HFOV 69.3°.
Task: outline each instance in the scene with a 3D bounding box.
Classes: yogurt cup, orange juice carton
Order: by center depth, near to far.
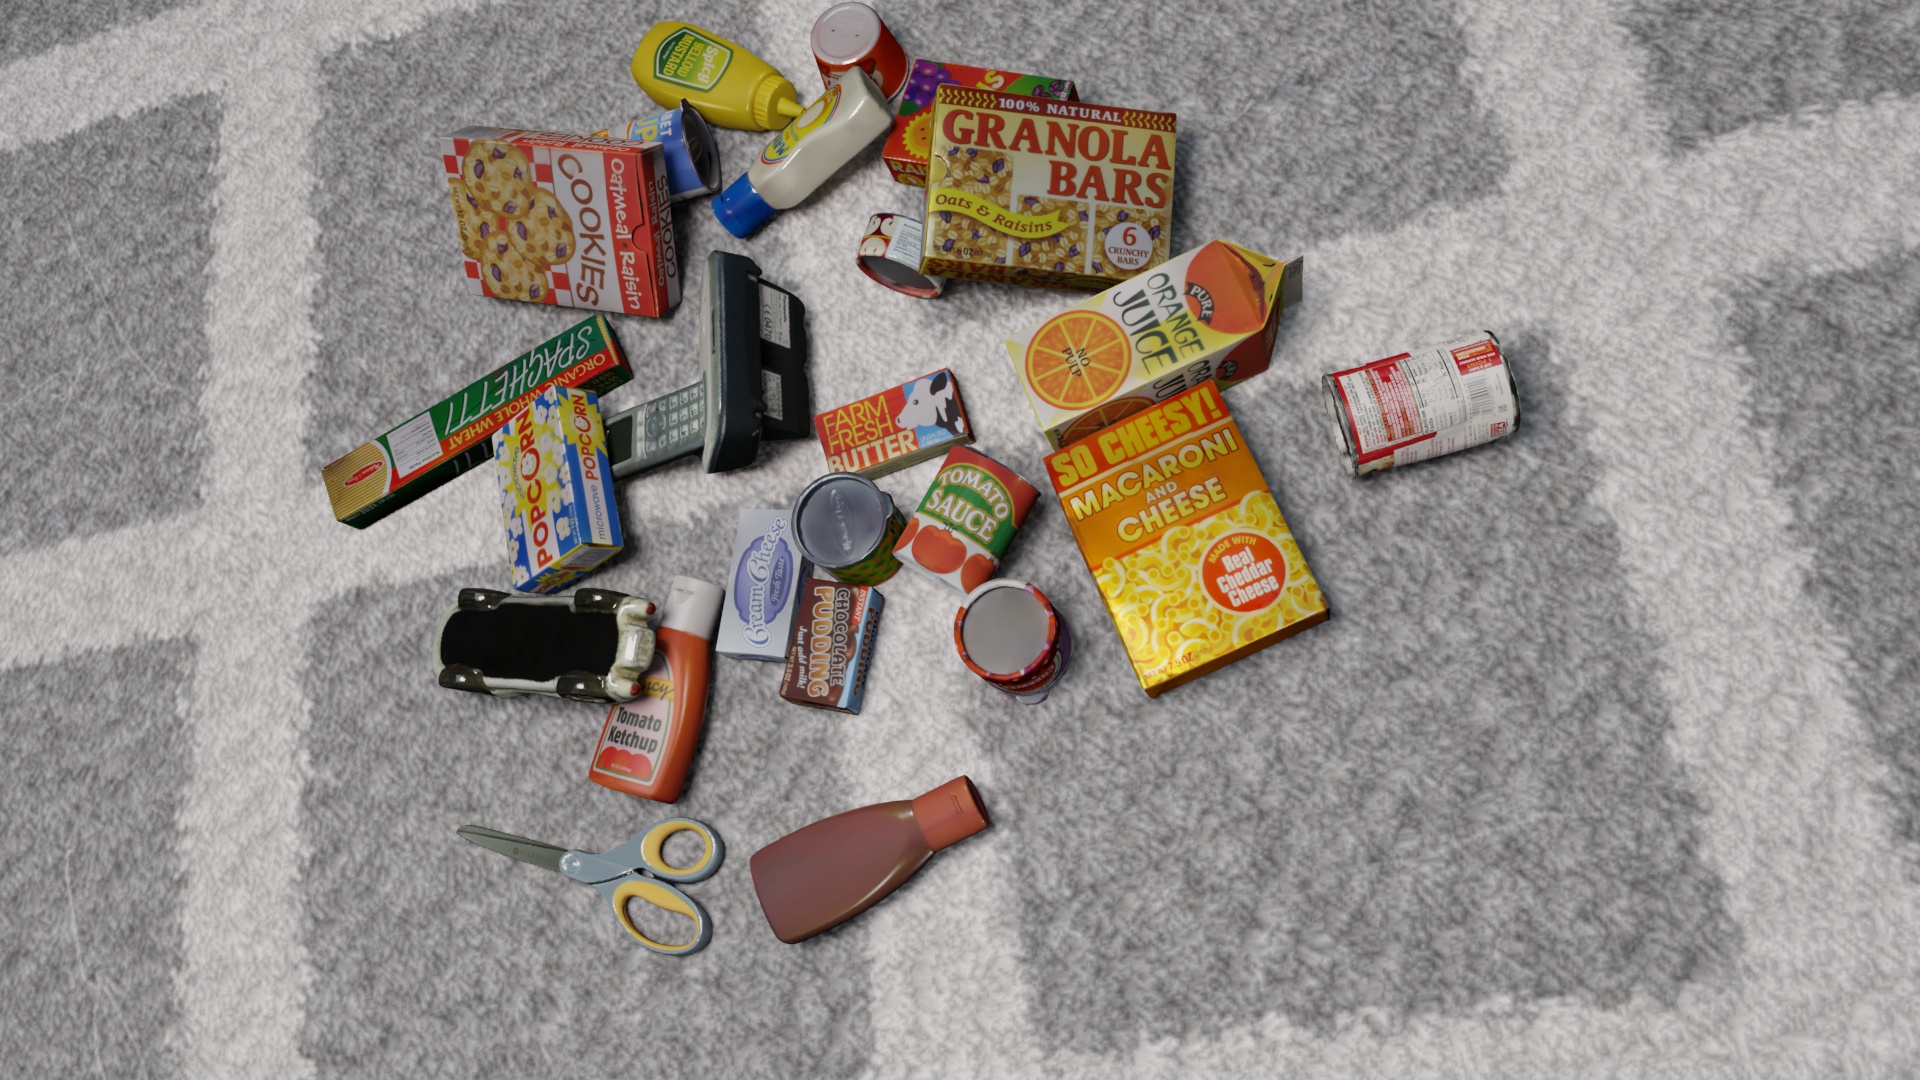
[{"bbox_3d":[0.134,-0.129,0.904,0.192,0.071,0.073,-25,70,7],"label":"orange juice carton"},{"bbox_3d":[-0.078,-0.365,1.041,0.072,0.054,0.072,-4,72,13],"label":"yogurt cup"}]

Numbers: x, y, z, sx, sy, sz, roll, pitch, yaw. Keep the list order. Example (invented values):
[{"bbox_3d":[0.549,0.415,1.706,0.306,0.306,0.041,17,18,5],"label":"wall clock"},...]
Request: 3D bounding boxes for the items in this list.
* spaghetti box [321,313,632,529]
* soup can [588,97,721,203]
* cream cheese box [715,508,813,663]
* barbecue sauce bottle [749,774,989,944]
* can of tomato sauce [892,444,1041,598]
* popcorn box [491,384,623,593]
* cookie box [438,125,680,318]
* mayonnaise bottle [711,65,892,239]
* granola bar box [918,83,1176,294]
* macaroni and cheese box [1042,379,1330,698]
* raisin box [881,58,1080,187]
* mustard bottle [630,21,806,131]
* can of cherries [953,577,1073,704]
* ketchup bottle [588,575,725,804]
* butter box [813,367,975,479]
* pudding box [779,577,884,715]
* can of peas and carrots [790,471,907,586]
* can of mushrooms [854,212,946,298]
[{"bbox_3d":[-0.364,-0.088,1.046,0.250,0.028,0.050,-28,69,5],"label":"spaghetti box"},{"bbox_3d":[-0.234,-0.289,1.050,0.084,0.071,0.071,-12,71,11],"label":"soup can"},{"bbox_3d":[-0.132,0.031,0.951,0.053,0.024,0.104,2,74,17],"label":"cream cheese box"},{"bbox_3d":[-0.055,0.195,0.871,0.148,0.043,0.065,-27,69,5],"label":"barbecue sauce bottle"},{"bbox_3d":[0.003,-0.011,0.904,0.071,0.071,0.083,28,83,20],"label":"can of tomato sauce"},{"bbox_3d":[-0.288,-0.035,0.988,0.085,0.038,0.127,-29,66,35],"label":"popcorn box"},{"bbox_3d":[-0.295,-0.236,1.028,0.167,0.122,0.040,10,31,17],"label":"cookie box"},{"bbox_3d":[-0.118,-0.280,1.017,0.148,0.041,0.065,-36,40,17],"label":"mayonnaise bottle"},{"bbox_3d":[0.059,-0.234,0.936,0.166,0.039,0.124,5,80,-6],"label":"granola bar box"},{"bbox_3d":[0.140,-0.001,0.881,0.123,0.040,0.167,-25,70,7],"label":"macaroni and cheese box"},{"bbox_3d":[0.016,-0.295,1.003,0.123,0.040,0.086,14,79,17],"label":"raisin box"},{"bbox_3d":[-0.176,-0.349,1.064,0.160,0.048,0.065,25,83,20],"label":"mustard bottle"},{"bbox_3d":[0.035,0.064,0.879,0.071,0.058,0.071,-4,72,14],"label":"can of cherries"},{"bbox_3d":[-0.198,0.099,0.938,0.065,0.043,0.149,10,76,25],"label":"ketchup bottle"},{"bbox_3d":[-0.046,-0.077,0.961,0.103,0.024,0.053,-19,71,9],"label":"butter box"},{"bbox_3d":[-0.085,0.070,0.924,0.050,0.030,0.084,9,76,16],"label":"pudding box"},{"bbox_3d":[-0.070,-0.007,0.928,0.071,0.058,0.071,-4,73,13],"label":"can of peas and carrots"},{"bbox_3d":[-0.040,-0.199,0.976,0.071,0.071,0.033,17,80,19],"label":"can of mushrooms"}]
